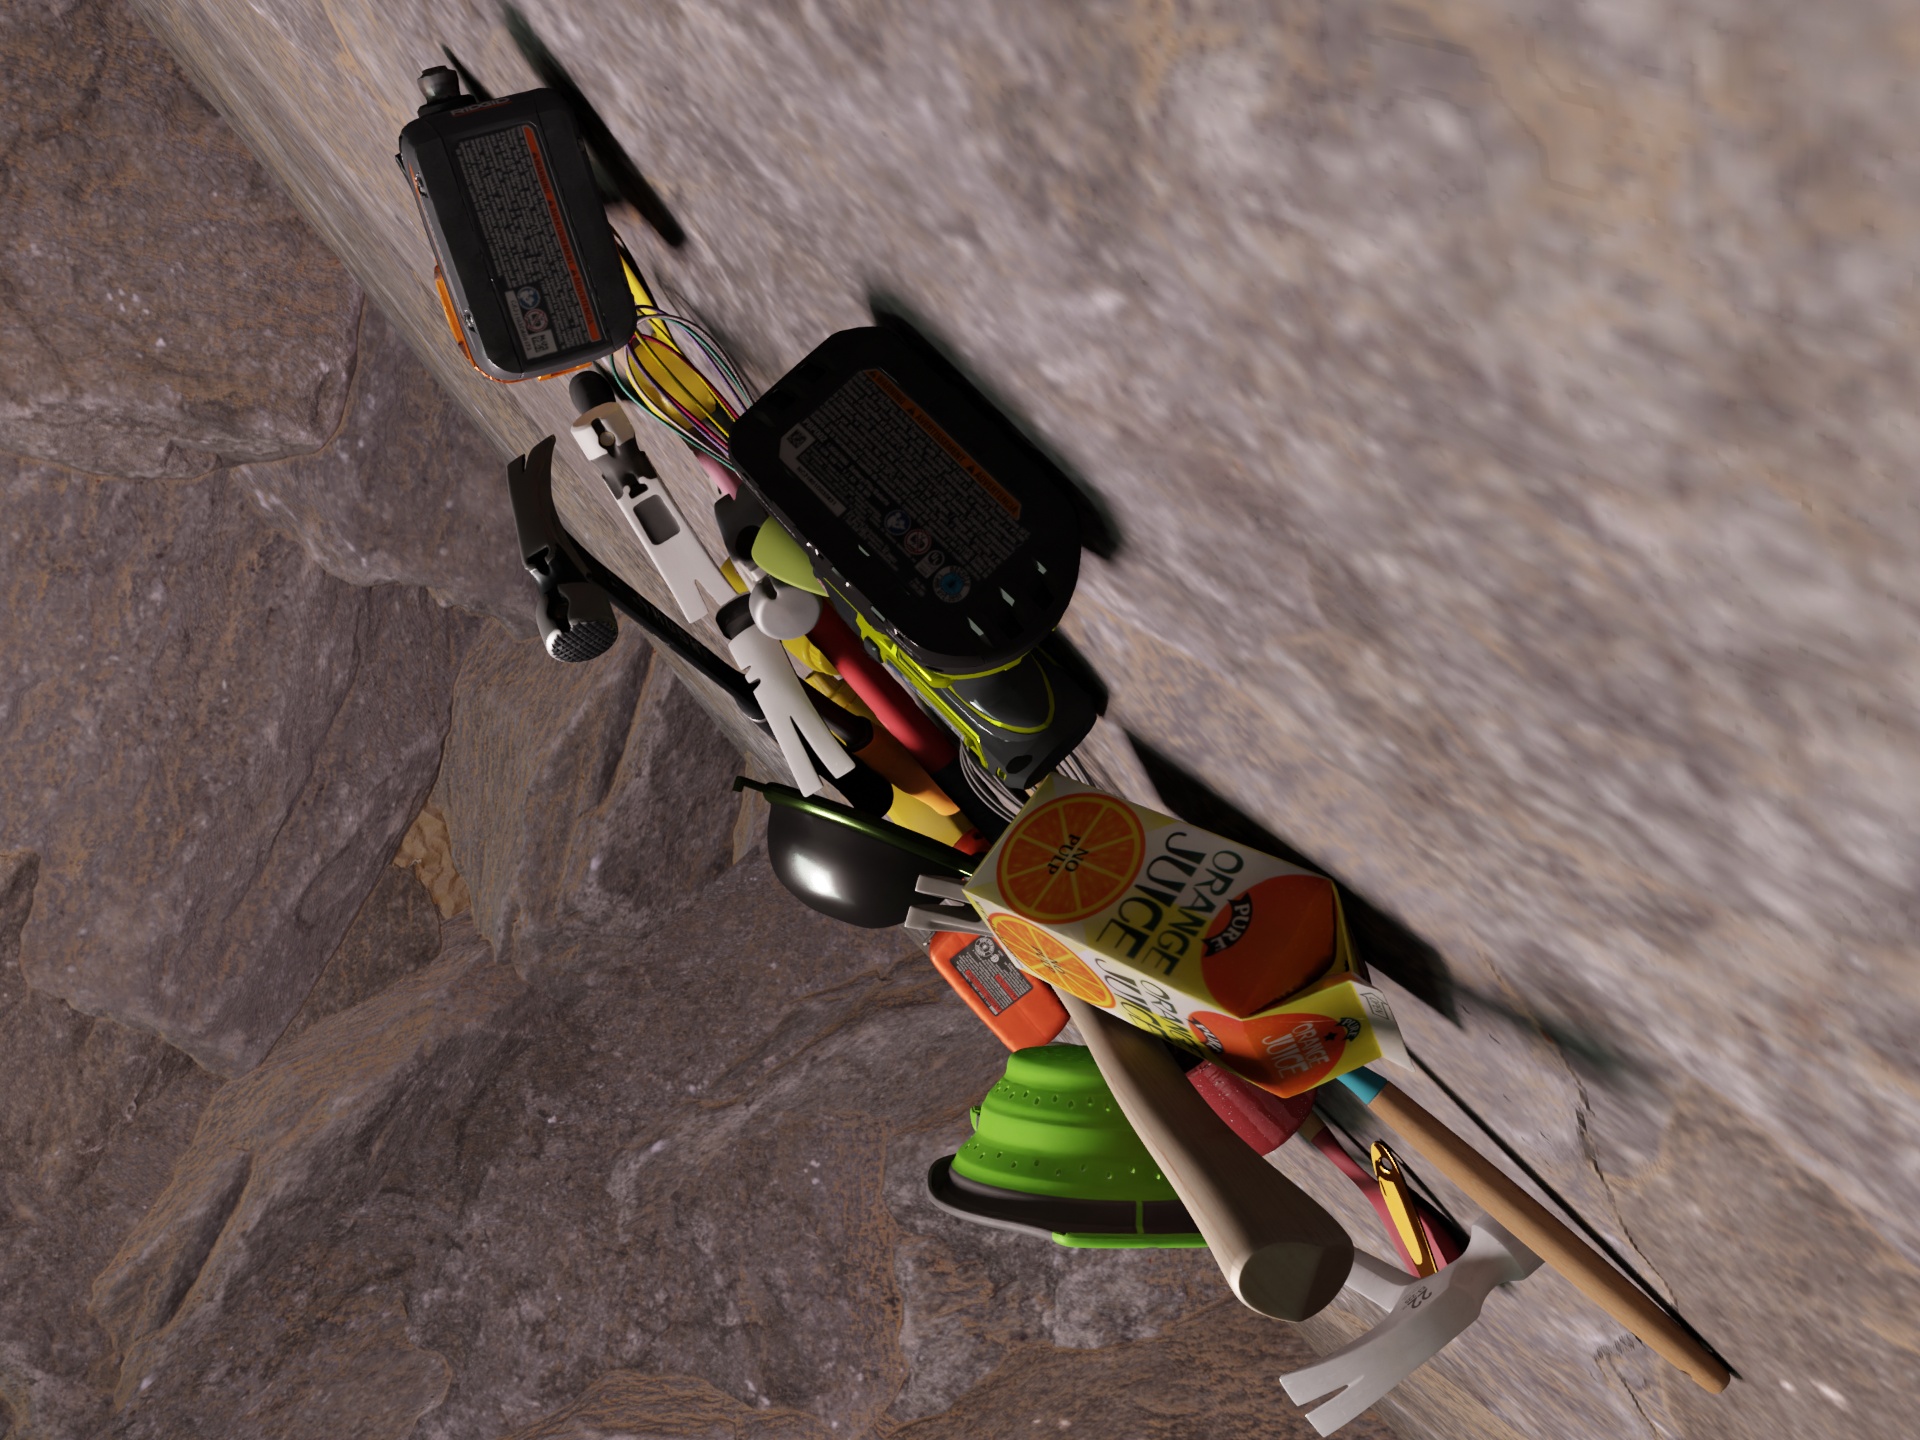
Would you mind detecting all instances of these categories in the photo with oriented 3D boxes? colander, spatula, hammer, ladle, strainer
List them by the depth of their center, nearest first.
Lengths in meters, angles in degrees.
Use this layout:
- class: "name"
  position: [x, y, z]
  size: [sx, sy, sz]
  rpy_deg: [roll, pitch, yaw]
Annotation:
- class: "spatula"
  position: [0.218, 0.179, 0.726]
  size: [0.318, 0.044, 0.082]
  rpy_deg: [41, 167, 15]
- class: "hammer"
  position: [0.069, 0.150, 0.727]
  size: [0.146, 0.038, 0.411]
  rpy_deg: [14, -173, -10]
- class: "ladle"
  position: [-0.001, -0.003, 0.877]
  size: [0.319, 0.062, 0.078]
  rpy_deg: [51, -179, -34]
- class: "hammer"
  position: [0.199, 0.310, 0.938]
  size: [0.035, 0.144, 0.405]
  rpy_deg: [53, 170, 3]
- class: "hammer"
  position: [-0.138, -0.025, 0.958]
  size: [0.408, 0.036, 0.149]
  rpy_deg: [45, -163, -58]
- class: "strainer"
  position: [-0.024, 0.110, 1.004]
  size: [0.256, 0.069, 0.151]
  rpy_deg: [18, 172, 30]
- class: "hammer"
  position: [-0.026, 0.006, 1.013]
  size: [0.385, 0.038, 0.143]
  rpy_deg: [50, -172, -40]
- class: "ladle"
  position: [0.209, 0.245, 1.015]
  size: [0.316, 0.031, 0.069]
  rpy_deg: [46, 156, 26]
- class: "hammer"
  position: [-0.054, 0.021, 1.046]
  size: [0.127, 0.034, 0.336]
  rpy_deg: [60, -172, 22]
- class: "colander"
  position: [0.065, 0.259, 1.065]
  size: [0.397, 0.204, 0.094]
  rpy_deg: [160, 113, -77]
- class: "hammer"
  position: [-0.226, -0.177, 1.072]
  size: [0.146, 0.035, 0.335]
  rpy_deg: [61, 175, -29]

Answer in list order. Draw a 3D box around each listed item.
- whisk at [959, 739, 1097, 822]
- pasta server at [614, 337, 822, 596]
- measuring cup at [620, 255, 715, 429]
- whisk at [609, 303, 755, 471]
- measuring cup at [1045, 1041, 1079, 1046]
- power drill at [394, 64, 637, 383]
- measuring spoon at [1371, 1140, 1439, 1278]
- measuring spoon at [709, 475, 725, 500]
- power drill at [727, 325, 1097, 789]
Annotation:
- class: "whisk"
  position: [0.089, 0.078, 0.834]
  size: [0.239, 0.055, 0.055]
  rpy_deg: [44, 170, 0]
- class: "pasta server"
  position: [-0.183, -0.190, 0.987]
  size: [0.040, 0.060, 0.316]
  rpy_deg: [-28, 105, 37]
- class: "measuring cup"
  position: [-0.181, -0.216, 0.894]
  size: [0.062, 0.029, 0.156]
  rpy_deg: [44, 171, 23]
- class: "whisk"
  position: [-0.097, -0.125, 0.855]
  size: [0.244, 0.051, 0.047]
  rpy_deg: [48, 165, -18]
- class: "measuring cup"
  position: [0.119, 0.238, 1.112]
  size: [0.168, 0.083, 0.038]
  rpy_deg: [6, 140, 36]
- class: "power drill"
  position: [-0.231, -0.251, 0.792]
  size: [0.227, 0.084, 0.164]
  rpy_deg: [-145, 37, -66]
- class: "measuring spoon"
  position: [0.267, 0.298, 0.929]
  size: [0.021, 0.011, 0.117]
  rpy_deg: [-23, 89, 55]
- class: "measuring spoon"
  position: [-0.141, -0.138, 1.091]
  size: [0.124, 0.018, 0.034]
  rpy_deg: [49, 153, 40]
- class: "power drill"
  position: [-0.019, -0.062, 0.658]
  size: [0.171, 0.080, 0.223]
  rpy_deg: [45, 173, 11]
